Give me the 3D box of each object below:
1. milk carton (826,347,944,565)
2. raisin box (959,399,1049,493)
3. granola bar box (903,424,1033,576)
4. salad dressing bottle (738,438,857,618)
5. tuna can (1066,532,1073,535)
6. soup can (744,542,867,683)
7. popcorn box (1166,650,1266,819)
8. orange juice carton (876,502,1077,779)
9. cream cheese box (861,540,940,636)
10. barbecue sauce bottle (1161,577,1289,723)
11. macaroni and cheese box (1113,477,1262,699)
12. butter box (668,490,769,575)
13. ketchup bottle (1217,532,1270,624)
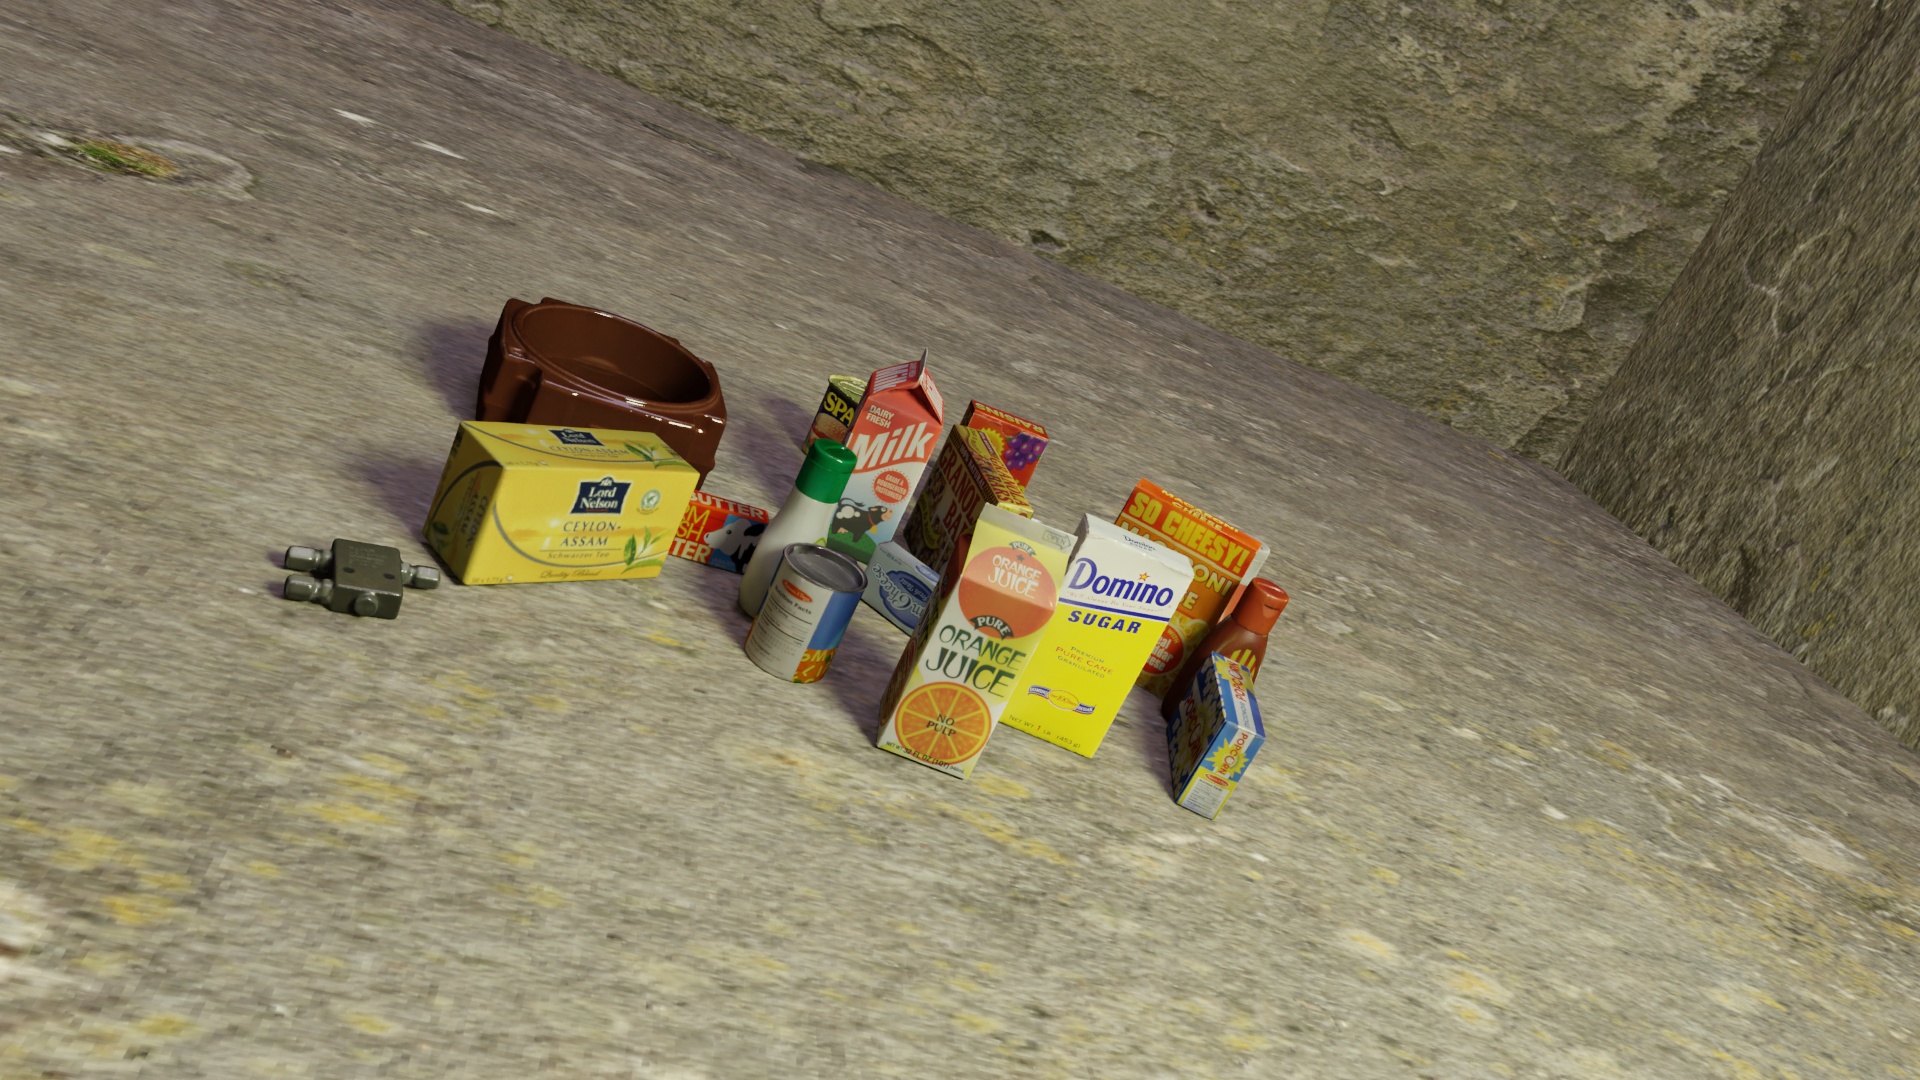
[{"bbox_3d":[-0.068,-0.080,1.238,0.073,0.189,0.072,22,21,-10],"label":"milk carton"},{"bbox_3d":[0.025,-0.071,1.415,0.086,0.123,0.040,20,21,-15],"label":"raisin box"},{"bbox_3d":[0.005,-0.016,1.262,0.039,0.123,0.166,17,23,-23],"label":"granola bar box"},{"bbox_3d":[-0.124,-0.007,1.065,0.044,0.147,0.064,34,22,21],"label":"salad dressing bottle"},{"bbox_3d":[0.116,0.023,1.424,0.071,0.032,0.071,22,21,-9],"label":"tuna can"},{"bbox_3d":[-0.113,0.053,1.027,0.071,0.083,0.071,22,21,-9],"label":"soup can"},{"bbox_3d":[0.207,0.158,1.140,0.038,0.085,0.127,24,21,-4],"label":"popcorn box"},{"bbox_3d":[0.010,0.066,0.985,0.072,0.192,0.073,22,21,-10],"label":"orange juice carton"},{"bbox_3d":[-0.036,0.050,1.161,0.104,0.053,0.024,35,23,23],"label":"cream cheese box"},{"bbox_3d":[0.235,0.102,1.213,0.065,0.148,0.044,19,22,-18],"label":"barbecue sauce bottle"},{"bbox_3d":[0.178,0.045,1.258,0.124,0.165,0.040,30,21,9],"label":"macaroni and cheese box"},{"bbox_3d":[-0.210,-0.011,1.109,0.103,0.053,0.024,17,23,-22],"label":"butter box"},{"bbox_3d":[0.240,0.063,1.310,0.043,0.148,0.065,9,26,-37],"label":"ketchup bottle"}]
